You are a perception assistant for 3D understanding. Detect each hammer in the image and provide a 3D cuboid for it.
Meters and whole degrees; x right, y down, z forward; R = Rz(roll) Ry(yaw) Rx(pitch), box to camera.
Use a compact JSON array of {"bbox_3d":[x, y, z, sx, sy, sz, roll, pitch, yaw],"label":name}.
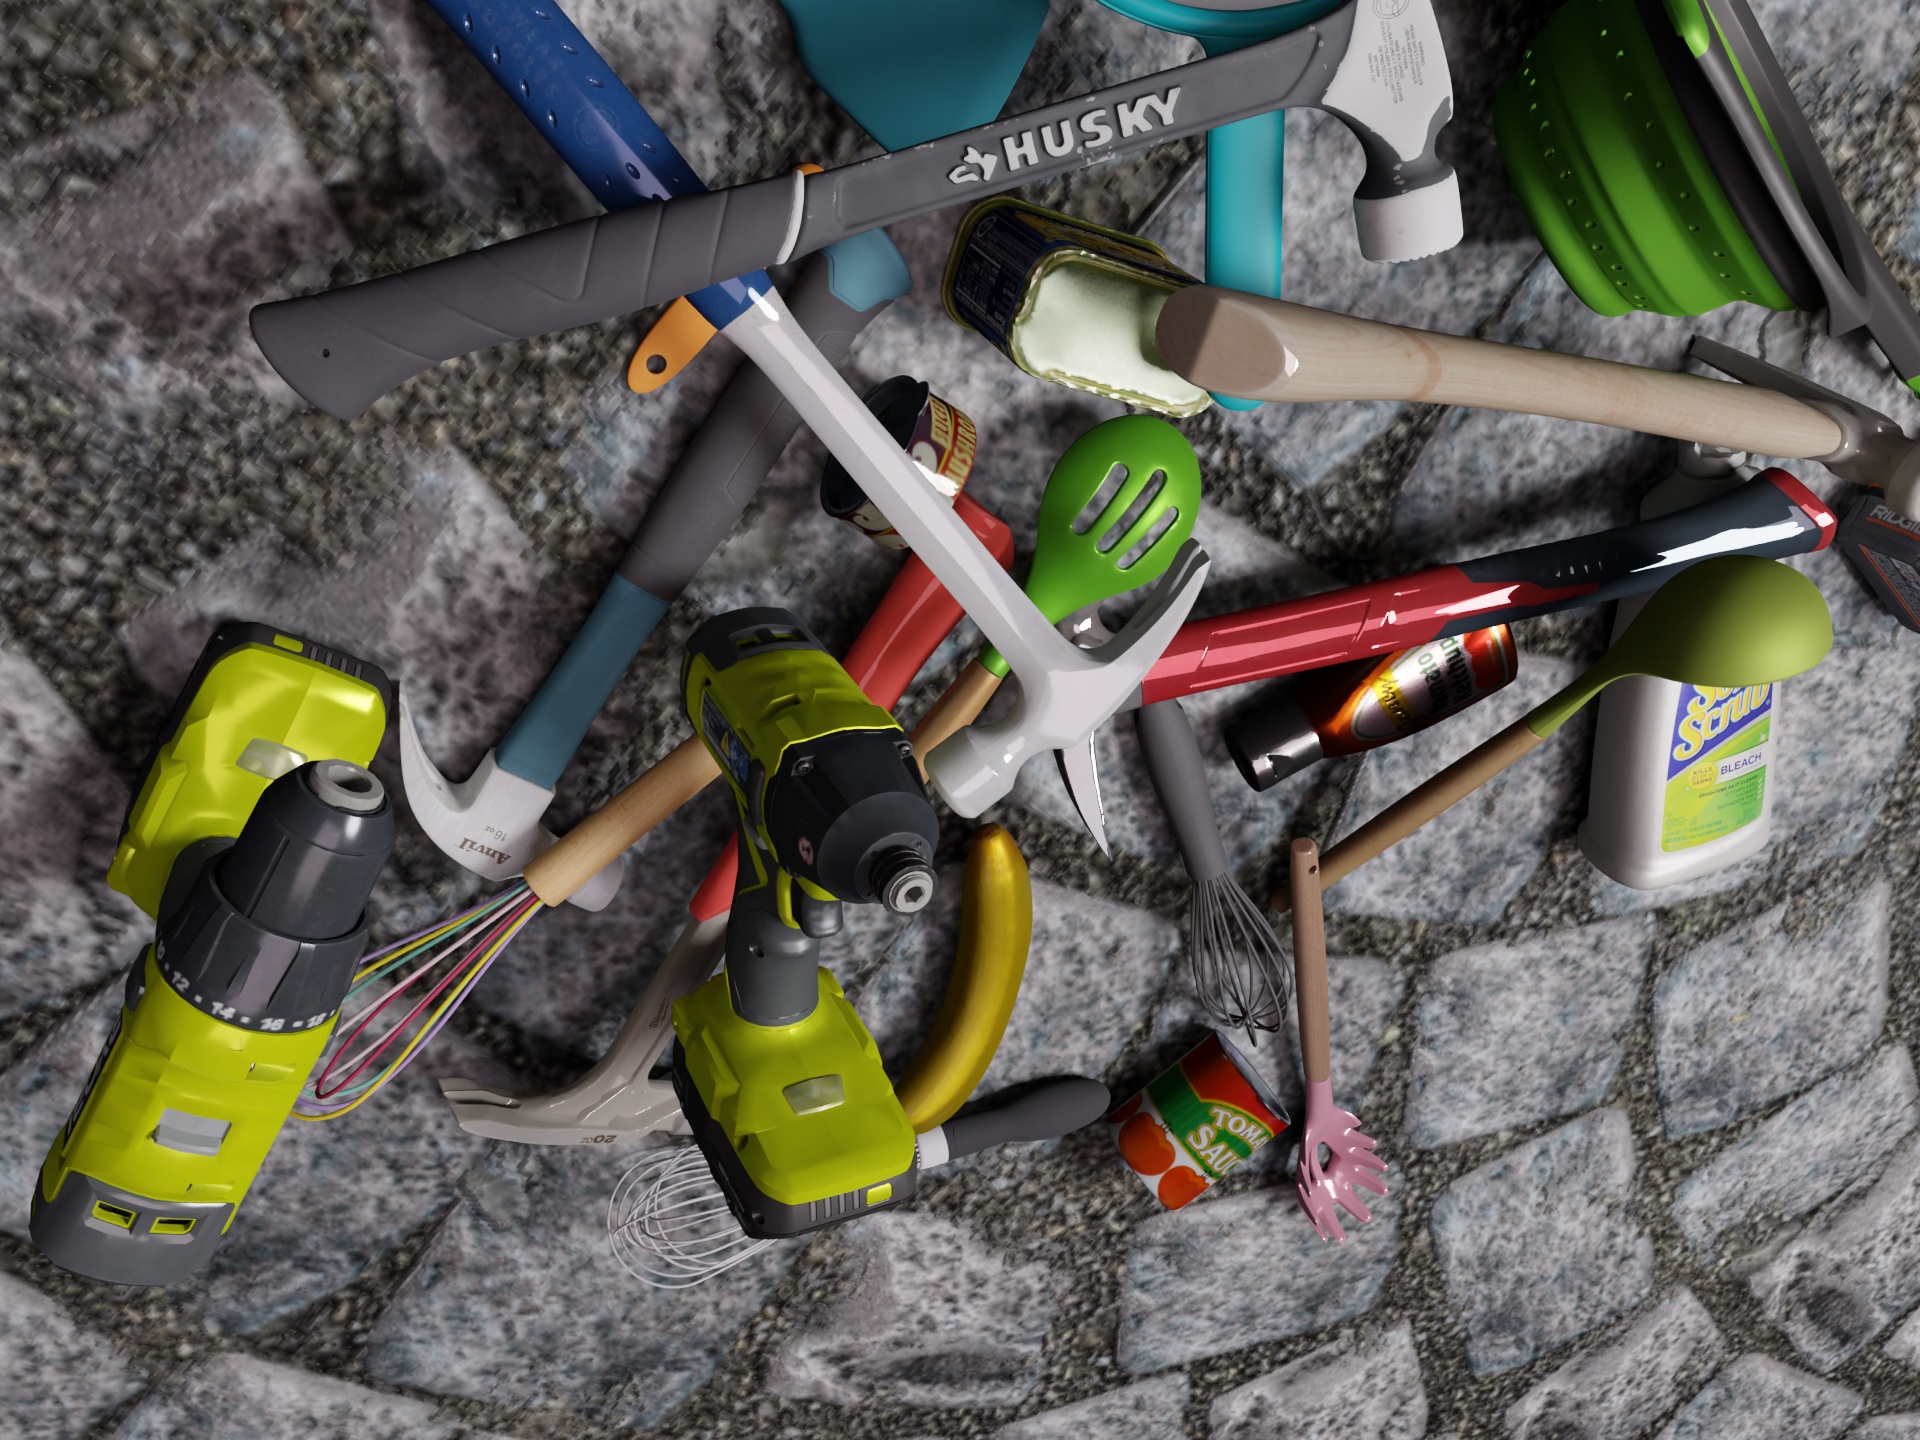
[{"bbox_3d":[-0.067,-0.147,0.586,0.144,0.035,0.405,-38,109,9],"label":"hammer"},{"bbox_3d":[0.230,-0.041,0.761,0.386,0.038,0.143,-12,107,-4],"label":"hammer"},{"bbox_3d":[-0.093,0.050,0.729,0.149,0.037,0.359,19,109,-48],"label":"hammer"},{"bbox_3d":[-0.040,-0.180,0.535,0.409,0.036,0.149,-15,114,2],"label":"hammer"},{"bbox_3d":[-0.124,-0.068,0.671,0.128,0.033,0.331,28,106,-31],"label":"hammer"},{"bbox_3d":[0.240,-0.137,0.641,0.410,0.146,0.038,-1,122,-33],"label":"hammer"}]

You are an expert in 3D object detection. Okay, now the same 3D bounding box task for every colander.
[{"bbox_3d":[0.342,-0.216,0.713,0.094,0.205,0.396,-25,149,36],"label":"colander"}]

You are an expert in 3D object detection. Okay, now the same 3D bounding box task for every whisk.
[{"bbox_3d":[-0.197,0.089,0.689,0.245,0.047,0.051,-39,124,-1],"label":"whisk"},{"bbox_3d":[-0.047,0.239,0.856,0.284,0.070,0.070,-11,121,-19],"label":"whisk"},{"bbox_3d":[0.128,0.077,0.832,0.055,0.055,0.238,-24,118,-5],"label":"whisk"}]

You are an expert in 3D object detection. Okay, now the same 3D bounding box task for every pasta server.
[{"bbox_3d":[0.209,0.189,0.912,0.060,0.040,0.316,-30,130,-21],"label":"pasta server"}]

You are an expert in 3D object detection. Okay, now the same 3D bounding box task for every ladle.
[{"bbox_3d":[0.270,0.025,0.778,0.062,0.078,0.320,41,131,-5],"label":"ladle"}]

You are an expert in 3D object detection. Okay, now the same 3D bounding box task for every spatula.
[{"bbox_3d":[-0.119,-0.296,0.539,0.317,0.044,0.082,23,112,-27],"label":"spatula"}]

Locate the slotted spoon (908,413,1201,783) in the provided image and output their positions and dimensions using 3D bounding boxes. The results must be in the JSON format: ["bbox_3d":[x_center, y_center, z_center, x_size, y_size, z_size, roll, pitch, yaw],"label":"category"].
[{"bbox_3d":[-0.001,-0.002,0.709,0.070,0.031,0.313,34,103,-19],"label":"slotted spoon"}]

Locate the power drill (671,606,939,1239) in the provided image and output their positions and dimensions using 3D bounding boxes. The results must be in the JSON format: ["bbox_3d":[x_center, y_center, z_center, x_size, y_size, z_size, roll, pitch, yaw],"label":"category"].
[{"bbox_3d":[-0.062,0.088,0.631,0.080,0.171,0.223,-10,123,-25],"label":"power drill"}]

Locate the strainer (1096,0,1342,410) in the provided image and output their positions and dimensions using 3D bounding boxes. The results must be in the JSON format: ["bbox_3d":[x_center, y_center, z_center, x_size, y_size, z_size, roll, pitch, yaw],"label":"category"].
[{"bbox_3d":[0.093,-0.289,0.572,0.211,0.095,0.340,-6,113,-6],"label":"strainer"}]

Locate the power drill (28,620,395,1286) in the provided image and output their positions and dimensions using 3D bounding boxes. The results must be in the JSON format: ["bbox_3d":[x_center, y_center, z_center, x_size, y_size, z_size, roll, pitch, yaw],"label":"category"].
[{"bbox_3d":[-0.257,0.057,0.576,0.080,0.229,0.190,23,108,-28],"label":"power drill"}]

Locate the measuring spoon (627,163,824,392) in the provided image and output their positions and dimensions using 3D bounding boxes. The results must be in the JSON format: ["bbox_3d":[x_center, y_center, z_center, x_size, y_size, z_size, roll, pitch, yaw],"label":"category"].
[{"bbox_3d":[-0.093,-0.174,0.635,0.117,0.011,0.021,-46,122,9],"label":"measuring spoon"}]

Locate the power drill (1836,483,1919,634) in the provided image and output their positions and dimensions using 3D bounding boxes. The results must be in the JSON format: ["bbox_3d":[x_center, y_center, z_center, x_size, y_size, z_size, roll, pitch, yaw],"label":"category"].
[{"bbox_3d":[0.601,-0.142,0.856,0.164,0.084,0.226,35,99,-32],"label":"power drill"}]
